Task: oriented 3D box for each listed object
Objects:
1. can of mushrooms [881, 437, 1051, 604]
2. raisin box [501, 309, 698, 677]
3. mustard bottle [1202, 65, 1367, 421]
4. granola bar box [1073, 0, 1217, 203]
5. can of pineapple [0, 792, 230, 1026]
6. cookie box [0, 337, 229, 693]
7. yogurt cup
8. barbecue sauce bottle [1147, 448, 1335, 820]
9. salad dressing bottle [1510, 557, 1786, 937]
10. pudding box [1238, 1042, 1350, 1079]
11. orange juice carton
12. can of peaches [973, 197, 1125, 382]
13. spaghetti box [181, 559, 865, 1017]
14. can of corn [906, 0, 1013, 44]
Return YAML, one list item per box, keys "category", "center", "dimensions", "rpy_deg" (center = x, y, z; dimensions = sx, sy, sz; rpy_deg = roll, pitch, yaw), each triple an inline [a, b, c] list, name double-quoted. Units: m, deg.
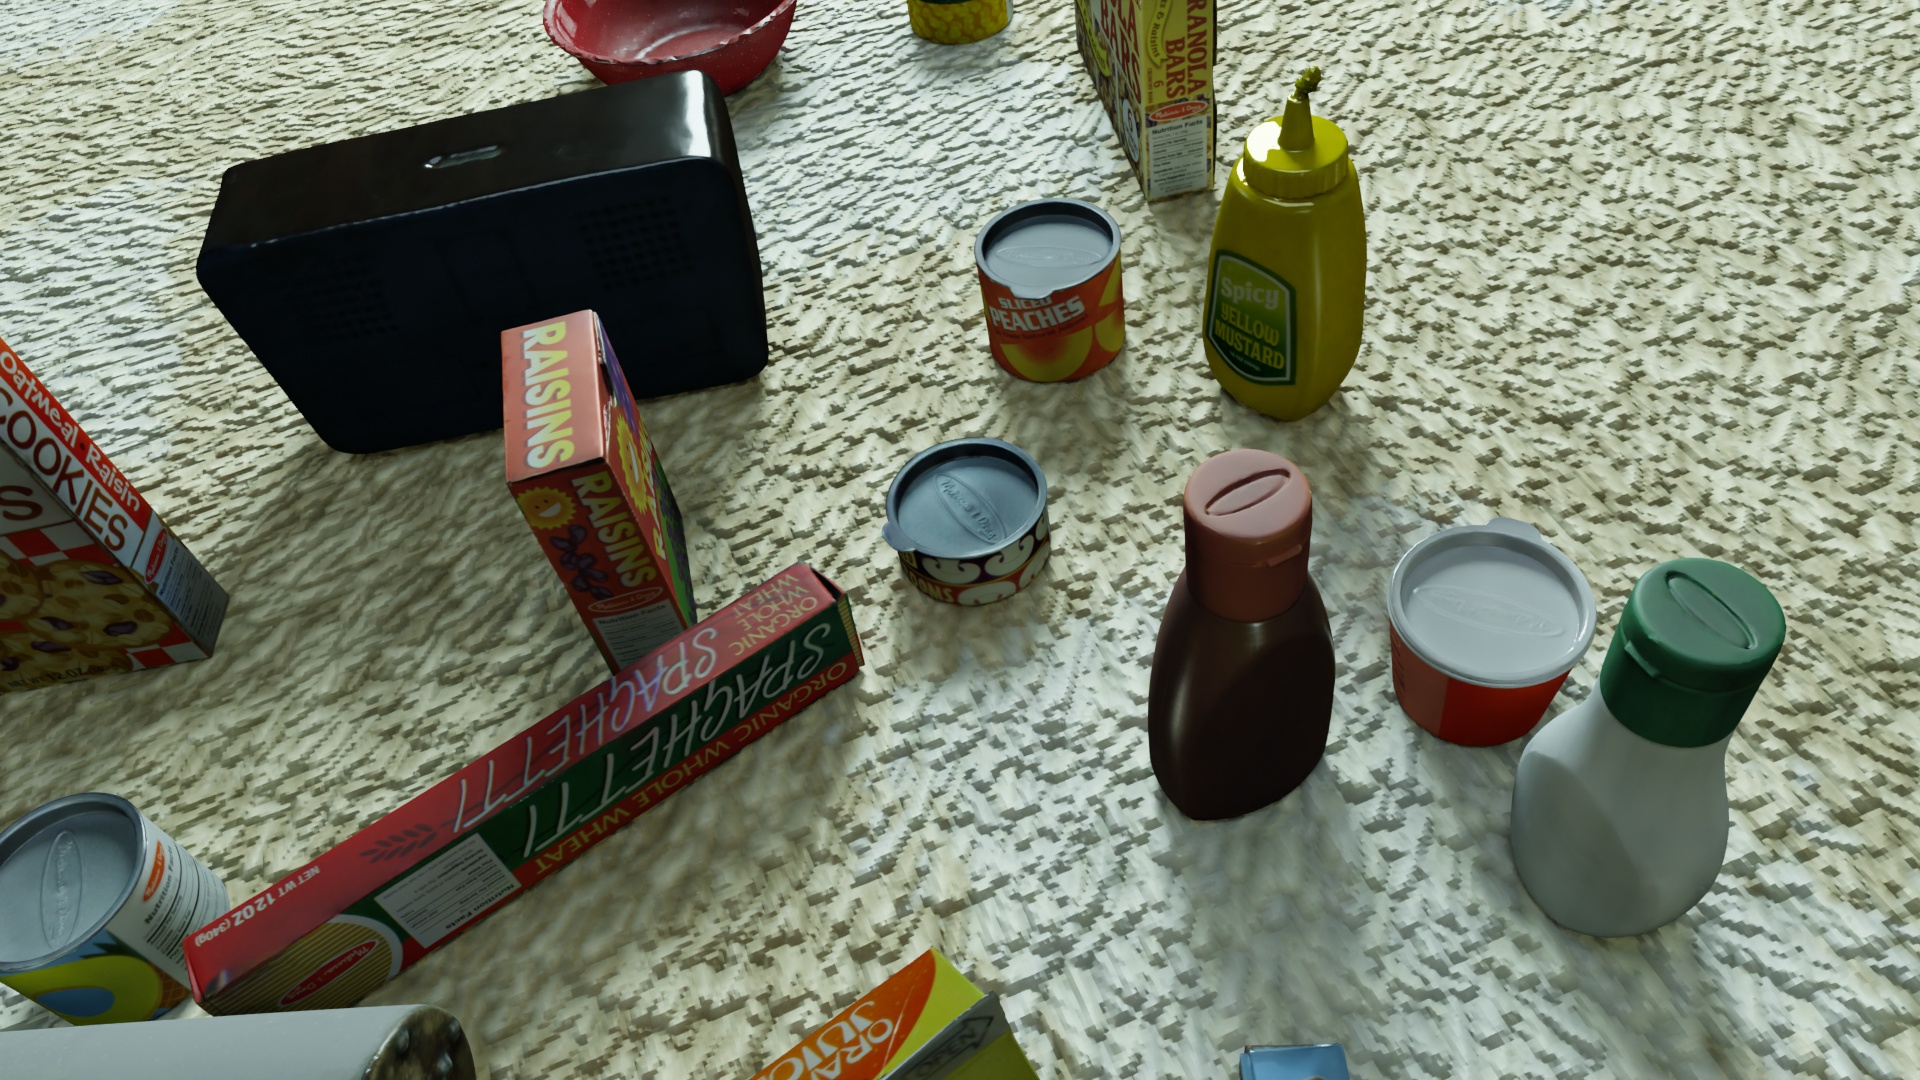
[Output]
- category: "can of mushrooms"
  center: [0.002, -0.007, 0.573]
  dimensions: [0.071, 0.033, 0.071]
  rpy_deg: [-5, 50, 6]
- category: "raisin box"
  center: [-0.139, -0.016, 0.545]
  dimensions: [0.040, 0.122, 0.086]
  rpy_deg: [-15, 50, -3]
- category: "mustard bottle"
  center: [0.132, -0.120, 0.564]
  dimensions: [0.065, 0.159, 0.049]
  rpy_deg: [35, 63, 32]
- category: "granola bar box"
  center: [0.093, -0.277, 0.725]
  dimensions: [0.039, 0.123, 0.166]
  rpy_deg: [-12, 49, -1]
- category: "can of pineapple"
  center: [-0.307, 0.132, 0.491]
  dimensions: [0.071, 0.057, 0.071]
  rpy_deg: [-5, 50, 6]
- category: "cookie box"
  center: [-0.396, -0.004, 0.549]
  dimensions: [0.123, 0.166, 0.040]
  rpy_deg: [-10, 50, 1]
- category: "yogurt cup"
  center: [0.184, 0.037, 0.492]
  dimensions: [0.072, 0.053, 0.073]
  rpy_deg: [-5, 50, 6]
- category: "barbecue sauce bottle"
  center: [0.091, 0.034, 0.448]
  dimensions: [0.065, 0.147, 0.044]
  rpy_deg: [-25, 51, -11]
- category: "salad dressing bottle"
  center: [0.198, 0.064, 0.405]
  dimensions: [0.044, 0.147, 0.064]
  rpy_deg: [-24, 51, -10]
- category: "pudding box"
  center: [0.097, 0.187, 0.383]
  dimensions: [0.030, 0.049, 0.084]
  rpy_deg: [-6, 50, 5]
- category: "orange juice carton"
  center: [-0.009, 0.164, 0.326]
  dimensions: [0.072, 0.191, 0.073]
  rpy_deg: [-31, 52, -16]
- category: "can of peaches"
  center: [0.042, -0.113, 0.640]
  dimensions: [0.071, 0.057, 0.071]
  rpy_deg: [-5, 50, 6]
- category: "spaghetti box"
  center: [-0.147, 0.091, 0.504]
  dimensions: [0.251, 0.050, 0.029]
  rpy_deg: [-33, 53, -17]
- category: "can of corn"
  center: [-0.005, -0.342, 0.840]
  dimensions: [0.071, 0.058, 0.071]
  rpy_deg: [-5, 50, 6]
